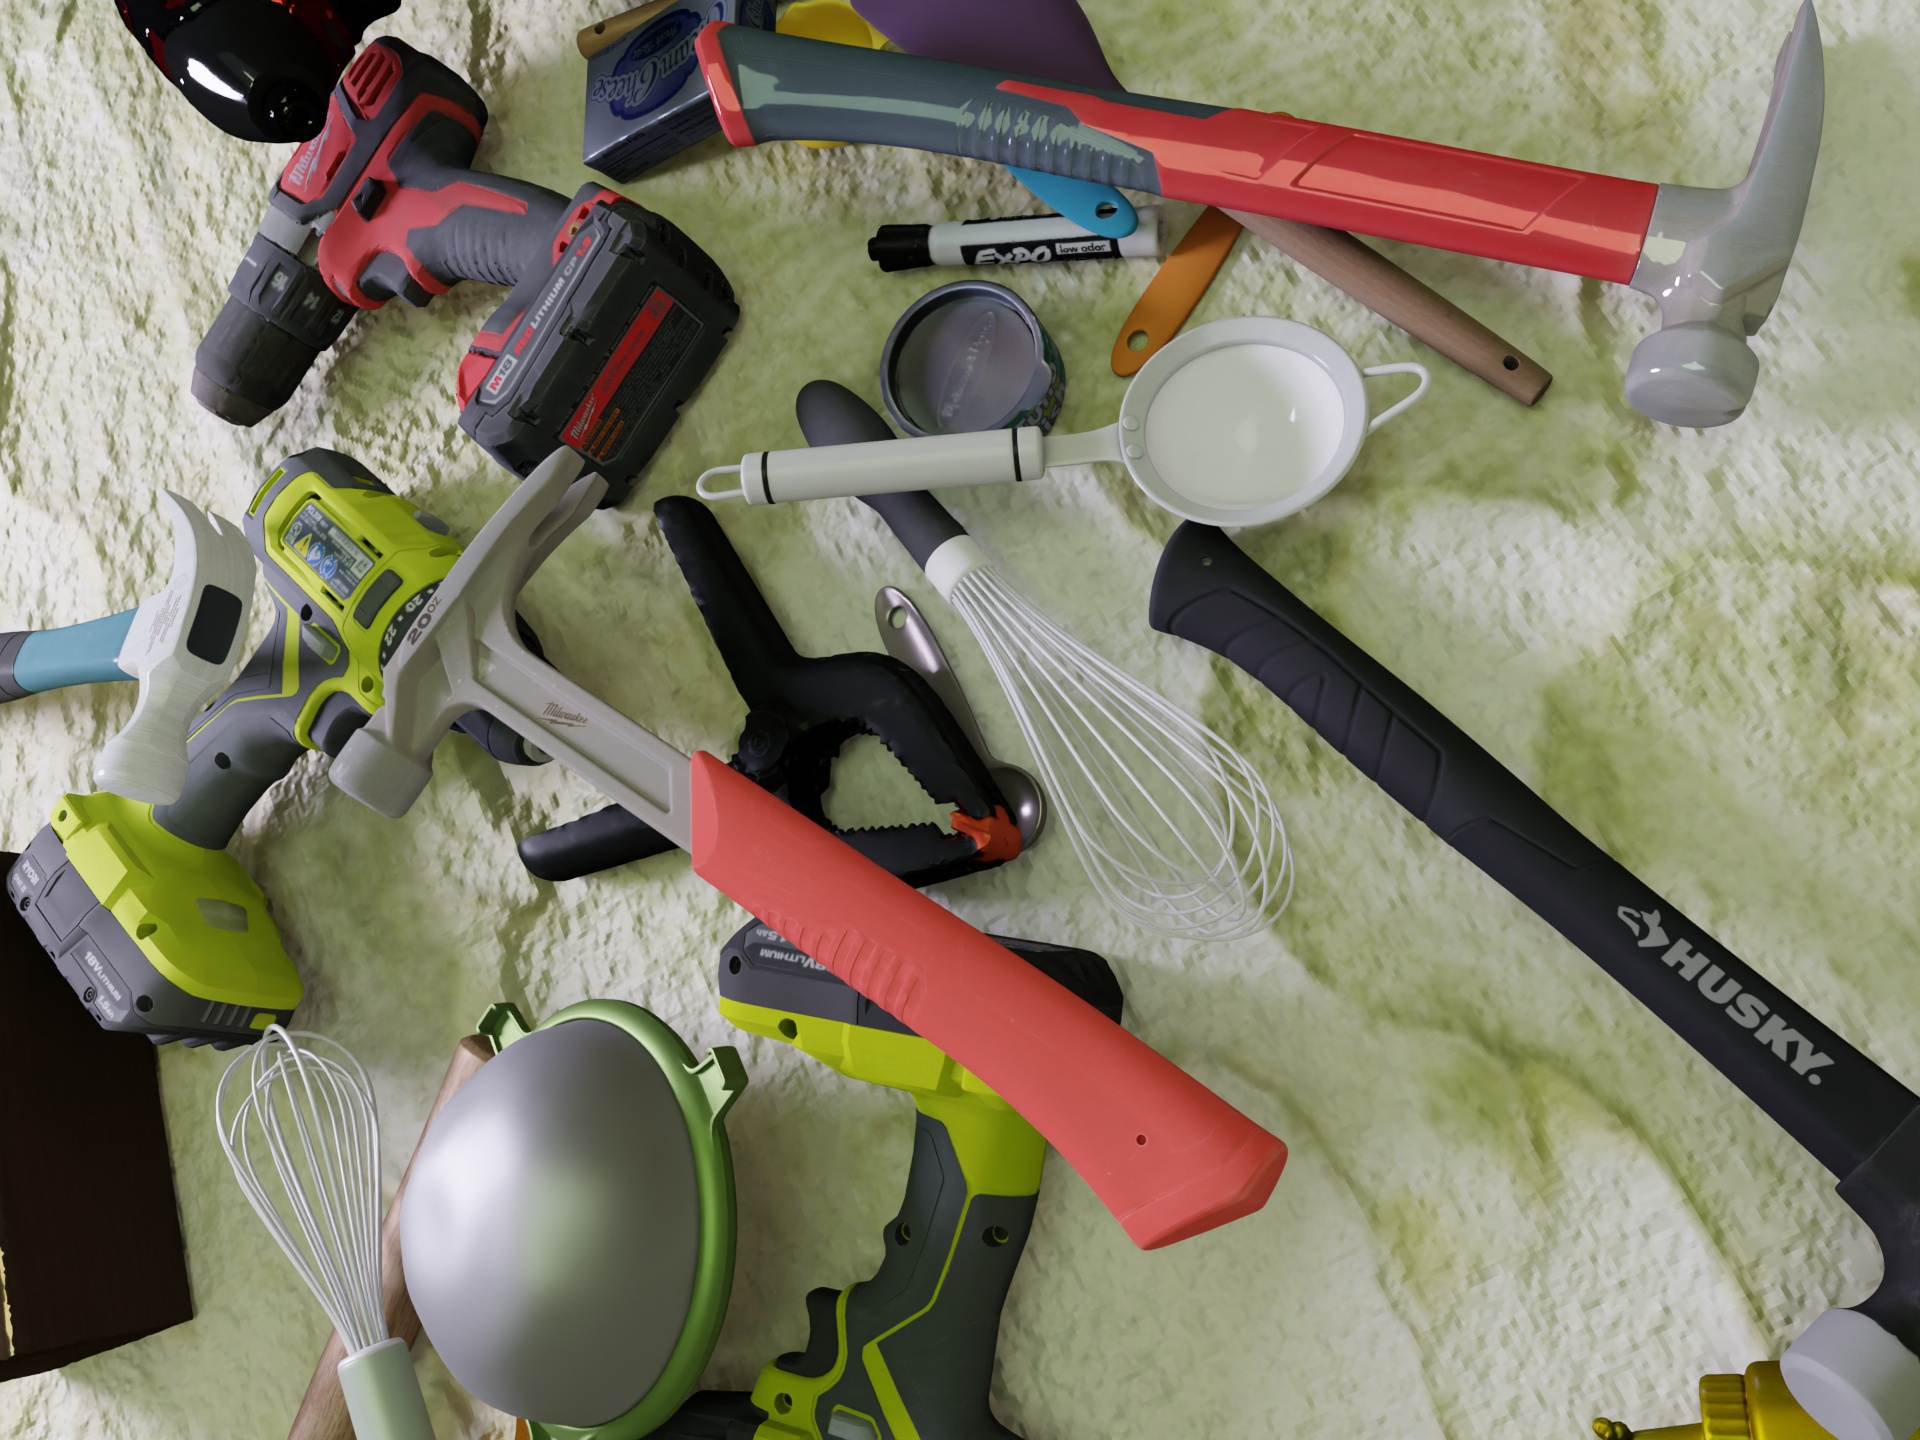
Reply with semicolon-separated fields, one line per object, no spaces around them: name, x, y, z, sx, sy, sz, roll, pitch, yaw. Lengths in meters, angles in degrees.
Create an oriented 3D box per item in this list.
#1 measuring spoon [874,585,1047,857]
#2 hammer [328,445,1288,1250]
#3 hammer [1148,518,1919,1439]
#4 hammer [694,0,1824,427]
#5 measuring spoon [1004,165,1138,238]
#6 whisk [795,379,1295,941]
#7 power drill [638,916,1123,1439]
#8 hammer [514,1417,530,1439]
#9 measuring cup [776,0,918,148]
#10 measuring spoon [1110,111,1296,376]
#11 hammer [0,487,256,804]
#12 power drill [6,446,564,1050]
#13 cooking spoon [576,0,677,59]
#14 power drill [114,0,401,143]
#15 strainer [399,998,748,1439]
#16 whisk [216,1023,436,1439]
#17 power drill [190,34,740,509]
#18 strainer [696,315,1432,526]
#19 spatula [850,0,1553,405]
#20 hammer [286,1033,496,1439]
measuring spoon;-0.001;-0.002;0.600;0.034;0.018;0.124;-39;62;21
hammer;-0.052;0.040;0.512;0.359;0.036;0.149;30;82;27
hammer;0.183;0.039;0.493;0.146;0.035;0.335;-37;61;-15
hammer;0.089;-0.213;0.559;0.386;0.038;0.143;16;79;15
measuring spoon;0.024;-0.223;0.614;0.042;0.021;0.129;-42;57;-2
whisk;0.019;-0.033;0.577;0.070;0.070;0.285;-42;63;8
power drill;-0.032;0.182;0.541;0.171;0.080;0.223;6;85;21
hammer;-0.179;0.388;0.577;0.127;0.034;0.337;14;85;23
measuring cup;-0.012;-0.285;0.651;0.156;0.029;0.062;-23;73;12
measuring spoon;0.091;-0.180;0.598;0.021;0.011;0.117;35;93;23
hammer;-0.408;-0.024;0.693;0.331;0.033;0.128;-4;64;37
power drill;-0.270;0.020;0.656;0.191;0.080;0.228;38;92;28
cooking spoon;-0.022;-0.332;0.667;0.319;0.017;0.069;-11;78;18
power drill;-0.230;-0.317;0.661;0.219;0.078;0.143;-35;57;-14
strainer;-0.153;0.221;0.531;0.151;0.069;0.256;-1;80;43
whisk;-0.221;0.227;0.589;0.059;0.057;0.246;-43;65;46
power drill;-0.227;-0.176;0.685;0.227;0.080;0.188;35;92;26
strainer;0.032;-0.096;0.566;0.258;0.050;0.087;-4;64;6
spatula;0.085;-0.211;0.589;0.316;0.018;0.060;41;90;17
hammer;-0.247;0.283;0.624;0.130;0.031;0.331;24;88;23
